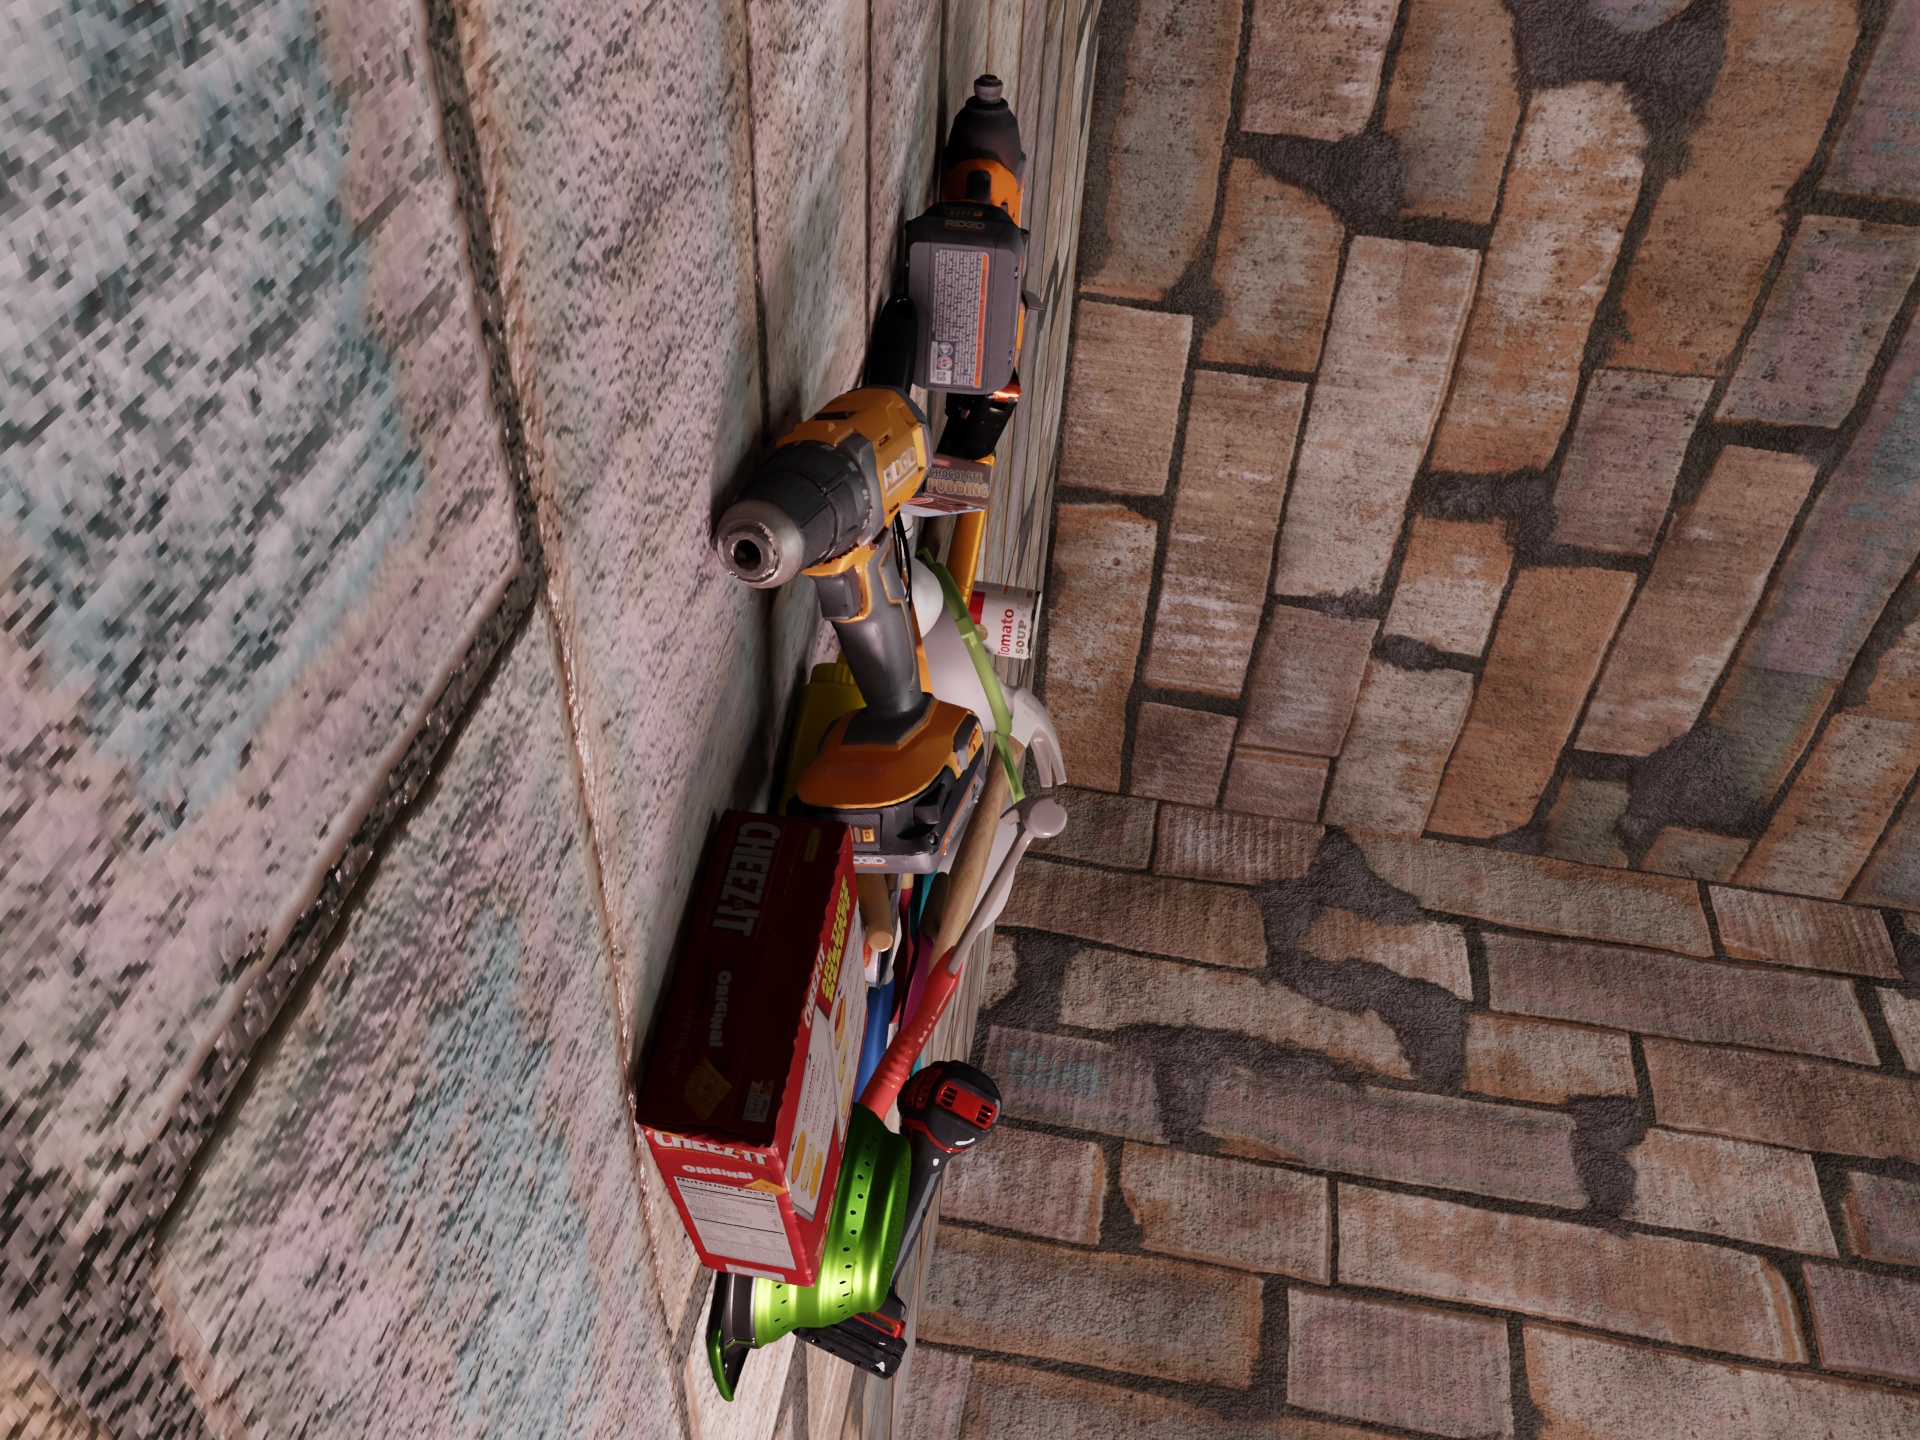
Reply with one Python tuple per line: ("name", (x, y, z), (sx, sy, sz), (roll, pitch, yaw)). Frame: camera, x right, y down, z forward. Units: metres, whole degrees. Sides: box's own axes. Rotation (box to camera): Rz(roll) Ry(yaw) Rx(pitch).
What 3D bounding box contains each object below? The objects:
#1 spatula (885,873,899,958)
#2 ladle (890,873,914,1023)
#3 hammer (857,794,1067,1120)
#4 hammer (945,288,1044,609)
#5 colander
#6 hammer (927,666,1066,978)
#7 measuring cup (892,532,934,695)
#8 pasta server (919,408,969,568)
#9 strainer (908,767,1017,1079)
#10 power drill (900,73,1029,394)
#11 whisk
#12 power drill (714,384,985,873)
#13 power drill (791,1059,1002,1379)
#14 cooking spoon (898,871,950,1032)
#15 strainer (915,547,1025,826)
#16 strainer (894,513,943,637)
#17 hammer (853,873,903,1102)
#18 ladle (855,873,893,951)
("spatula", (-0.041, 0.090, 1.447), (0.082, 0.044, 0.317), (-137, -126, -71))
("ladle", (-0.050, 0.121, 1.398), (0.069, 0.031, 0.315), (-121, -149, -71))
("hammer", (-0.025, 0.218, 1.215), (0.359, 0.036, 0.149), (-60, -177, -13))
("hammer", (0.015, -0.192, 1.337), (0.127, 0.034, 0.336), (-103, -156, -76))
("colander", (-0.072, 0.256, 1.079), (0.204, 0.094, 0.397), (92, 8, -50))
("hammer", (0.015, 0.116, 1.436), (0.031, 0.130, 0.331), (-14, -132, 47))
("measuring cup", (-0.056, -0.071, 1.055), (0.095, 0.052, 0.174), (81, -5, -76))
("pasta server", (0.001, -0.227, 1.441), (0.060, 0.040, 0.316), (91, 10, -48))
("strainer", (0.002, 0.189, 1.543), (0.211, 0.095, 0.340), (140, -47, -83))
("power drill", (0.009, -0.345, 1.120), (0.227, 0.084, 0.164), (-82, 177, -52))
("whisk", (-0.047, -0.156, 0.981), (0.055, 0.055, 0.239), (80, 16, -74))
("power drill", (-0.054, -0.036, 0.780), (0.185, 0.084, 0.226), (-56, 142, -61))
("power drill", (-0.050, 0.365, 1.211), (0.227, 0.080, 0.188), (-63, -174, -17))
("cooking spoon", (-0.025, 0.163, 1.217), (0.319, 0.017, 0.068), (-72, 175, -80))
("strainer", (-0.002, -0.004, 1.300), (0.152, 0.069, 0.256), (-117, -173, -57))
("strainer", (-0.041, -0.131, 1.134), (0.258, 0.050, 0.087), (86, -3, -53))
("hammer", (-0.060, 0.197, 1.311), (0.144, 0.035, 0.405), (-86, -175, -60))
("ladle", (-0.046, 0.088, 0.985), (0.320, 0.062, 0.078), (-120, -143, -78))
